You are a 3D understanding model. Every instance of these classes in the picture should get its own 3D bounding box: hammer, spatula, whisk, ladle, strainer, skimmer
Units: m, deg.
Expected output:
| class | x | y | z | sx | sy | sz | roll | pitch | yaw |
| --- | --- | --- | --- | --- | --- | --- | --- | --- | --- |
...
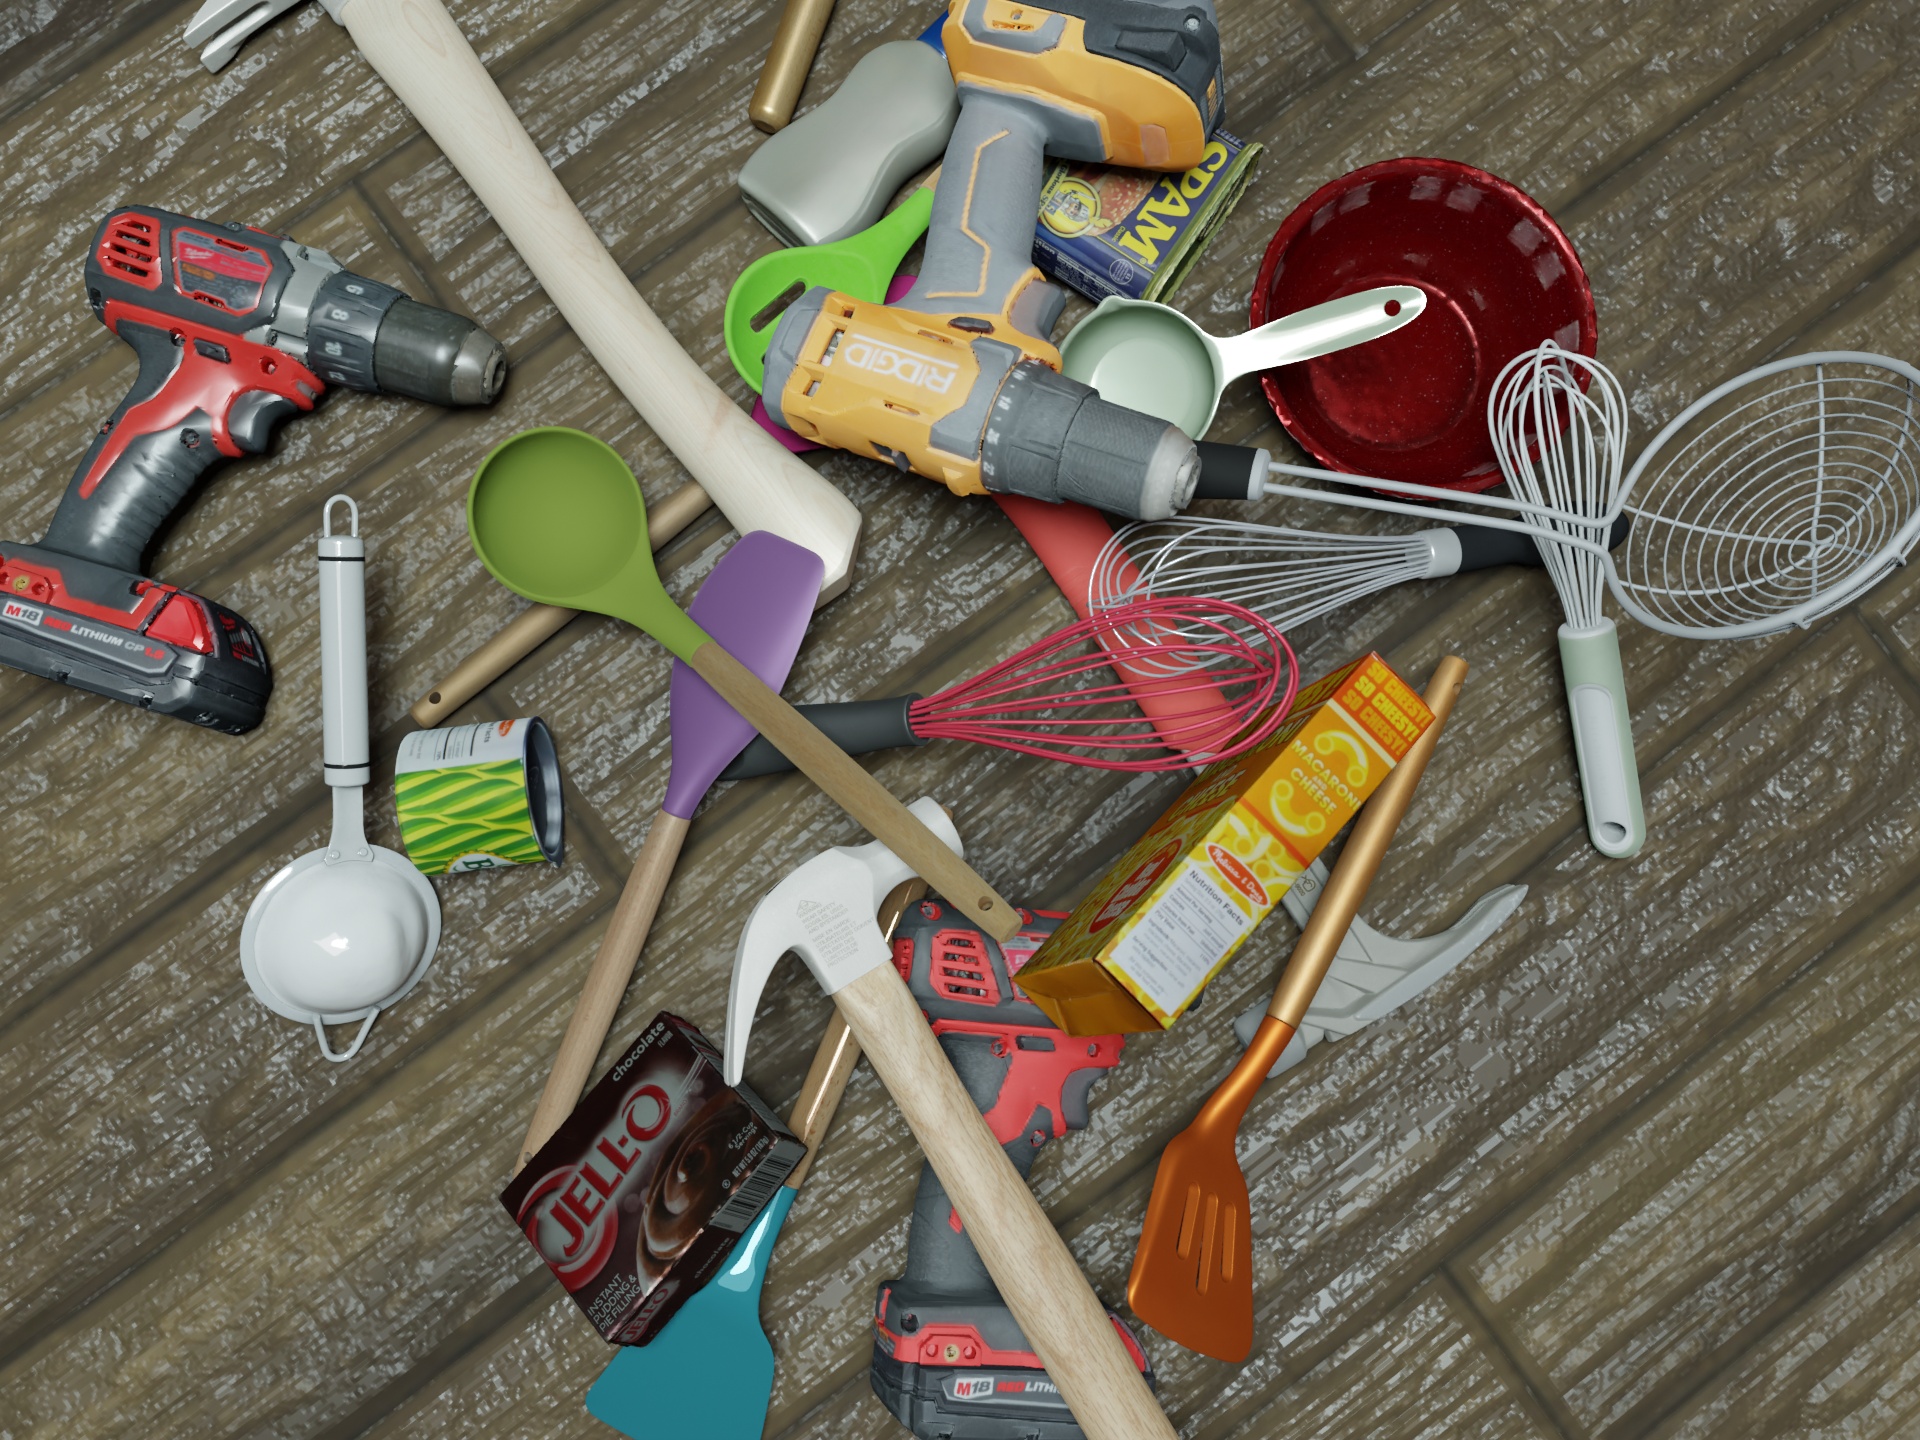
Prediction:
| class | x | y | z | sx | sy | sz | roll | pitch | yaw |
| --- | --- | --- | --- | --- | --- | --- | --- | --- | --- |
| hammer | -0.192 | -0.213 | 0.744 | 0.146 | 0.038 | 0.411 | -37 | 84 | -4 |
| spatula | 0.156 | 0.112 | 0.689 | 0.081 | 0.041 | 0.323 | 36 | 76 | -32 |
| spatula | -0.139 | 0.064 | 0.715 | 0.060 | 0.018 | 0.316 | 24 | 94 | 22 |
| whisk | -0.056 | -0.404 | 0.775 | 0.051 | 0.047 | 0.245 | 20 | 87 | -1 |
| whisk | -0.001 | -0.002 | 0.678 | 0.296 | 0.073 | 0.073 | -8 | 84 | 27 |
| ladle | -0.094 | -0.018 | 0.663 | 0.320 | 0.062 | 0.078 | 40 | 77 | 24 |
| spatula | -0.072 | 0.185 | 0.728 | 0.082 | 0.044 | 0.317 | 23 | 80 | 2 |
| hammer | 0.106 | -0.022 | 0.745 | 0.149 | 0.036 | 0.359 | -33 | 87 | -4 |
| whisk | 0.187 | -0.073 | 0.721 | 0.284 | 0.070 | 0.070 | -10 | 85 | -19 |
| hammer | 0.016 | 0.203 | 0.639 | 0.130 | 0.031 | 0.331 | -30 | 86 | -18 |
| strainer | -0.269 | 0.031 | 0.697 | 0.086 | 0.050 | 0.258 | -4 | 98 | -36 |
| skimmer | 0.180 | -0.108 | 0.635 | 0.363 | 0.090 | 0.127 | 11 | 64 | 16 |
| whisk | 0.280 | -0.049 | 0.715 | 0.058 | 0.059 | 0.246 | -3 | 111 | 35 |

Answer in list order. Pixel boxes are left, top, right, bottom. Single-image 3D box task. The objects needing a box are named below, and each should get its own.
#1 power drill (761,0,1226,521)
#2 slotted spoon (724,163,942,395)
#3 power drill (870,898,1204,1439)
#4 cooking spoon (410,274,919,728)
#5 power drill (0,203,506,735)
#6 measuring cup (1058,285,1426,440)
| class | x | y | z | sx | sy | sz | roll | pitch | yaw |
| --- | --- | --- | --- | --- | --- | --- | --- | --- | --- |
| power drill | 0.041 | -0.197 | 0.668 | 0.185 | 0.084 | 0.226 | 21 | 81 | 17 |
| slotted spoon | 0.005 | -0.259 | 0.750 | 0.070 | 0.031 | 0.314 | 47 | 75 | -14 |
| power drill | 0.034 | 0.193 | 0.699 | 0.143 | 0.078 | 0.220 | 7 | 80 | -13 |
| cooking spoon | -0.131 | -0.102 | 0.755 | 0.319 | 0.017 | 0.069 | -40 | 84 | -5 |
| power drill | -0.326 | -0.111 | 0.724 | 0.188 | 0.080 | 0.227 | 17 | 81 | 0 |
| measuring cup | 0.123 | -0.162 | 0.713 | 0.167 | 0.038 | 0.083 | -15 | 96 | 12 |
